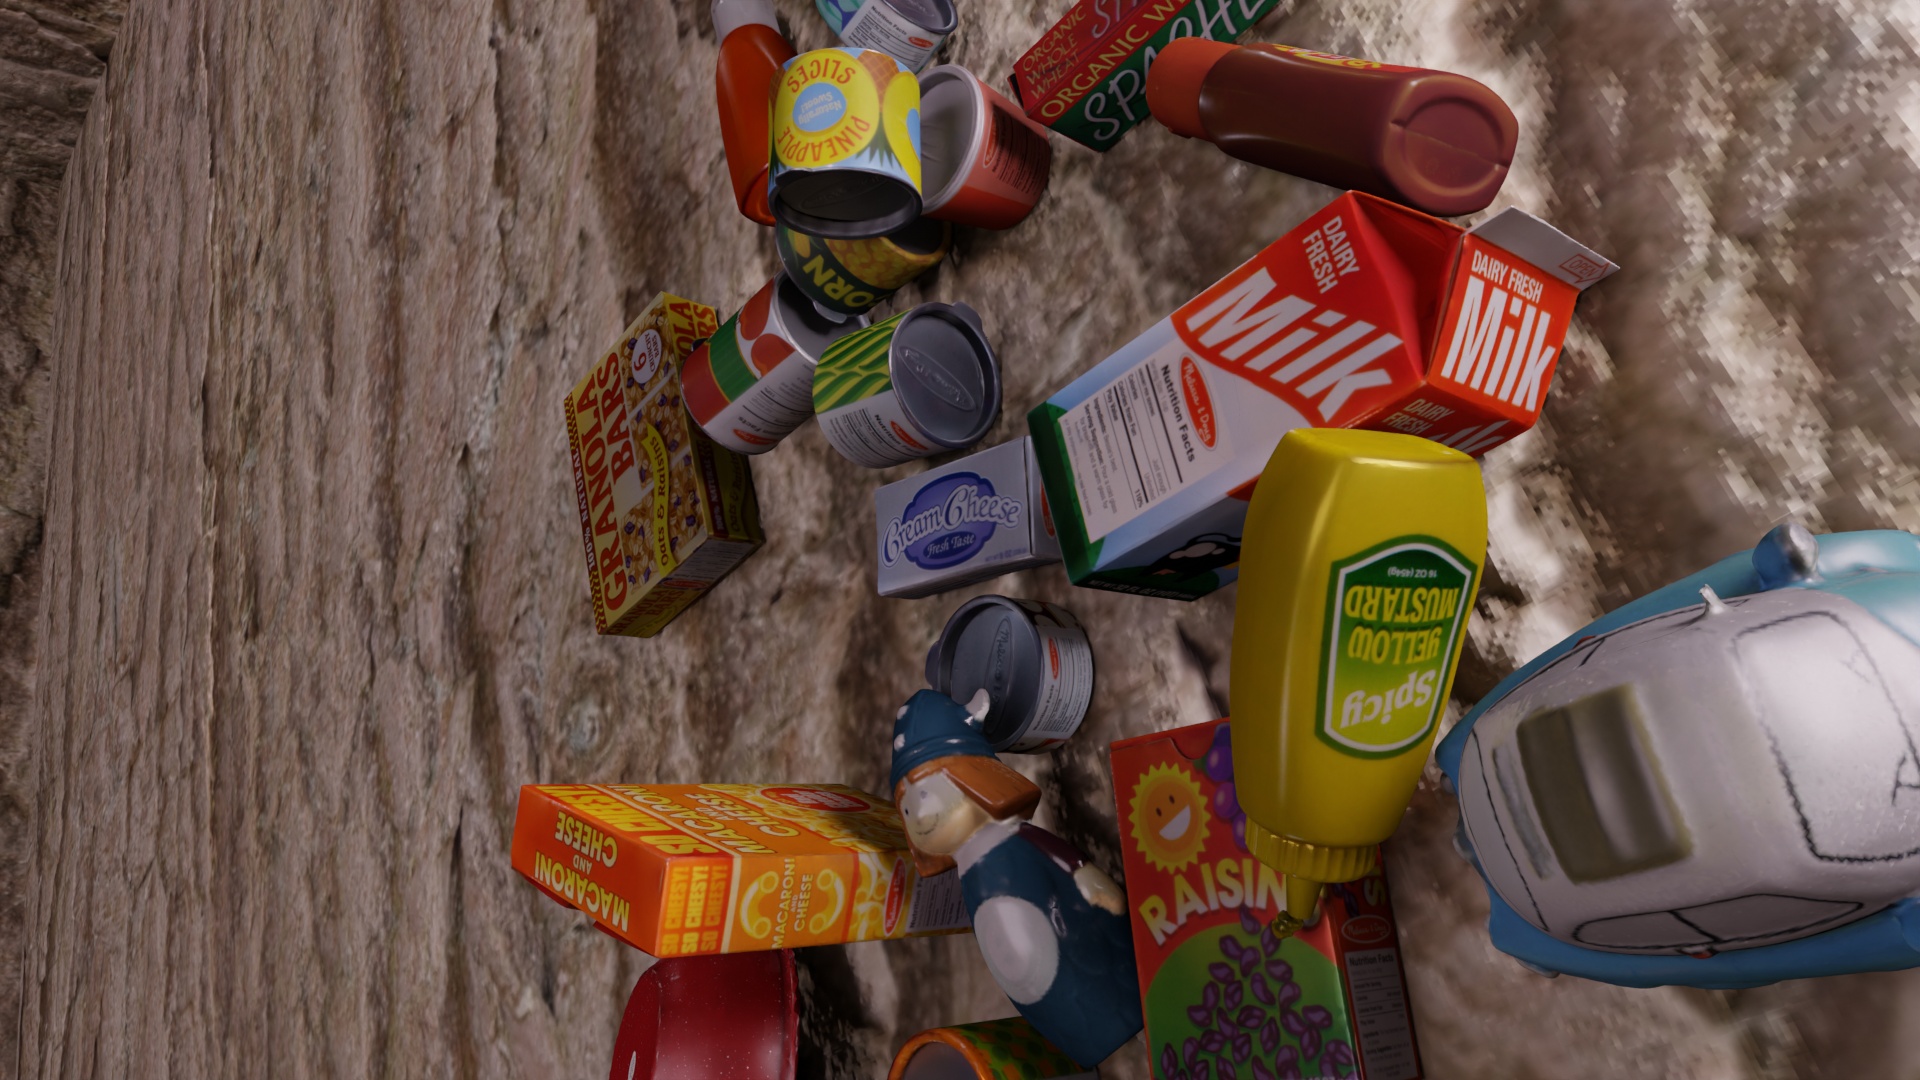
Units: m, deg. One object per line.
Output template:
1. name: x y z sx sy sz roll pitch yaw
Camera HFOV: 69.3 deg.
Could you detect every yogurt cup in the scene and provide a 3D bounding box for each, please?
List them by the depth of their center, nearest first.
1. yogurt cup: 0.004 -0.175 0.632 0.072 0.054 0.072 -12 74 46

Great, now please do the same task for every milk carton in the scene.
1. milk carton: 0.118 -0.050 0.469 0.189 0.072 0.073 -33 60 40

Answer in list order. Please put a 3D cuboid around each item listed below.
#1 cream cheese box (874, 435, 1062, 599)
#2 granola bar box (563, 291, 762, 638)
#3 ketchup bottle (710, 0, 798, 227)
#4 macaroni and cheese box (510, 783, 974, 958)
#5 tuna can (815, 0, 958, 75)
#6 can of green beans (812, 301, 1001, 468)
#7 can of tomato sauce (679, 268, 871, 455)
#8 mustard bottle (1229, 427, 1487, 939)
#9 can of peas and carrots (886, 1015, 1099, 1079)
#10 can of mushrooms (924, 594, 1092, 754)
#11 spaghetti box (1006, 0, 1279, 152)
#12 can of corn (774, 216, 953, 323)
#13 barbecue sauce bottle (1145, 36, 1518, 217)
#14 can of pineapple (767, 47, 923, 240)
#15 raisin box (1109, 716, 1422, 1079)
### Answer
1. cream cheese box: 0.002 -0.008 0.622 0.103 0.024 0.053 -16 70 45
2. granola bar box: -0.178 -0.043 0.816 0.123 0.039 0.166 -36 57 37
3. ketchup bottle: -0.111 -0.251 0.781 0.064 0.043 0.149 -38 56 36
4. macaroni and cheese box: -0.082 0.133 0.580 0.123 0.166 0.040 7 89 48
5. tuna can: -0.037 -0.266 0.687 0.032 0.071 0.071 -41 54 36
6. can of green beans: -0.025 -0.069 0.633 0.057 0.071 0.071 -12 74 46
7. can of tomato sauce: -0.094 -0.094 0.714 0.082 0.071 0.071 -33 60 38
8. mustard bottle: 0.112 0.048 0.413 0.049 0.065 0.159 -139 52 -68
9. can of peas and carrots: 0.011 0.221 0.541 0.071 0.059 0.071 -12 73 46
10. can of mushrooms: 0.020 0.056 0.583 0.071 0.033 0.071 -11 75 46
11. spaghetti box: 0.119 -0.236 0.521 0.249 0.050 0.029 -34 58 39
12. can of corn: -0.046 -0.148 0.671 0.058 0.071 0.071 -26 64 41
13. barbecue sauce bottle: 0.122 -0.153 0.496 0.149 0.065 0.043 41 118 53
14. can of pineapple: -0.050 -0.170 0.596 0.071 0.071 0.058 -16 71 45
15. raisin box: 0.100 0.124 0.477 0.086 0.040 0.123 -23 65 44
